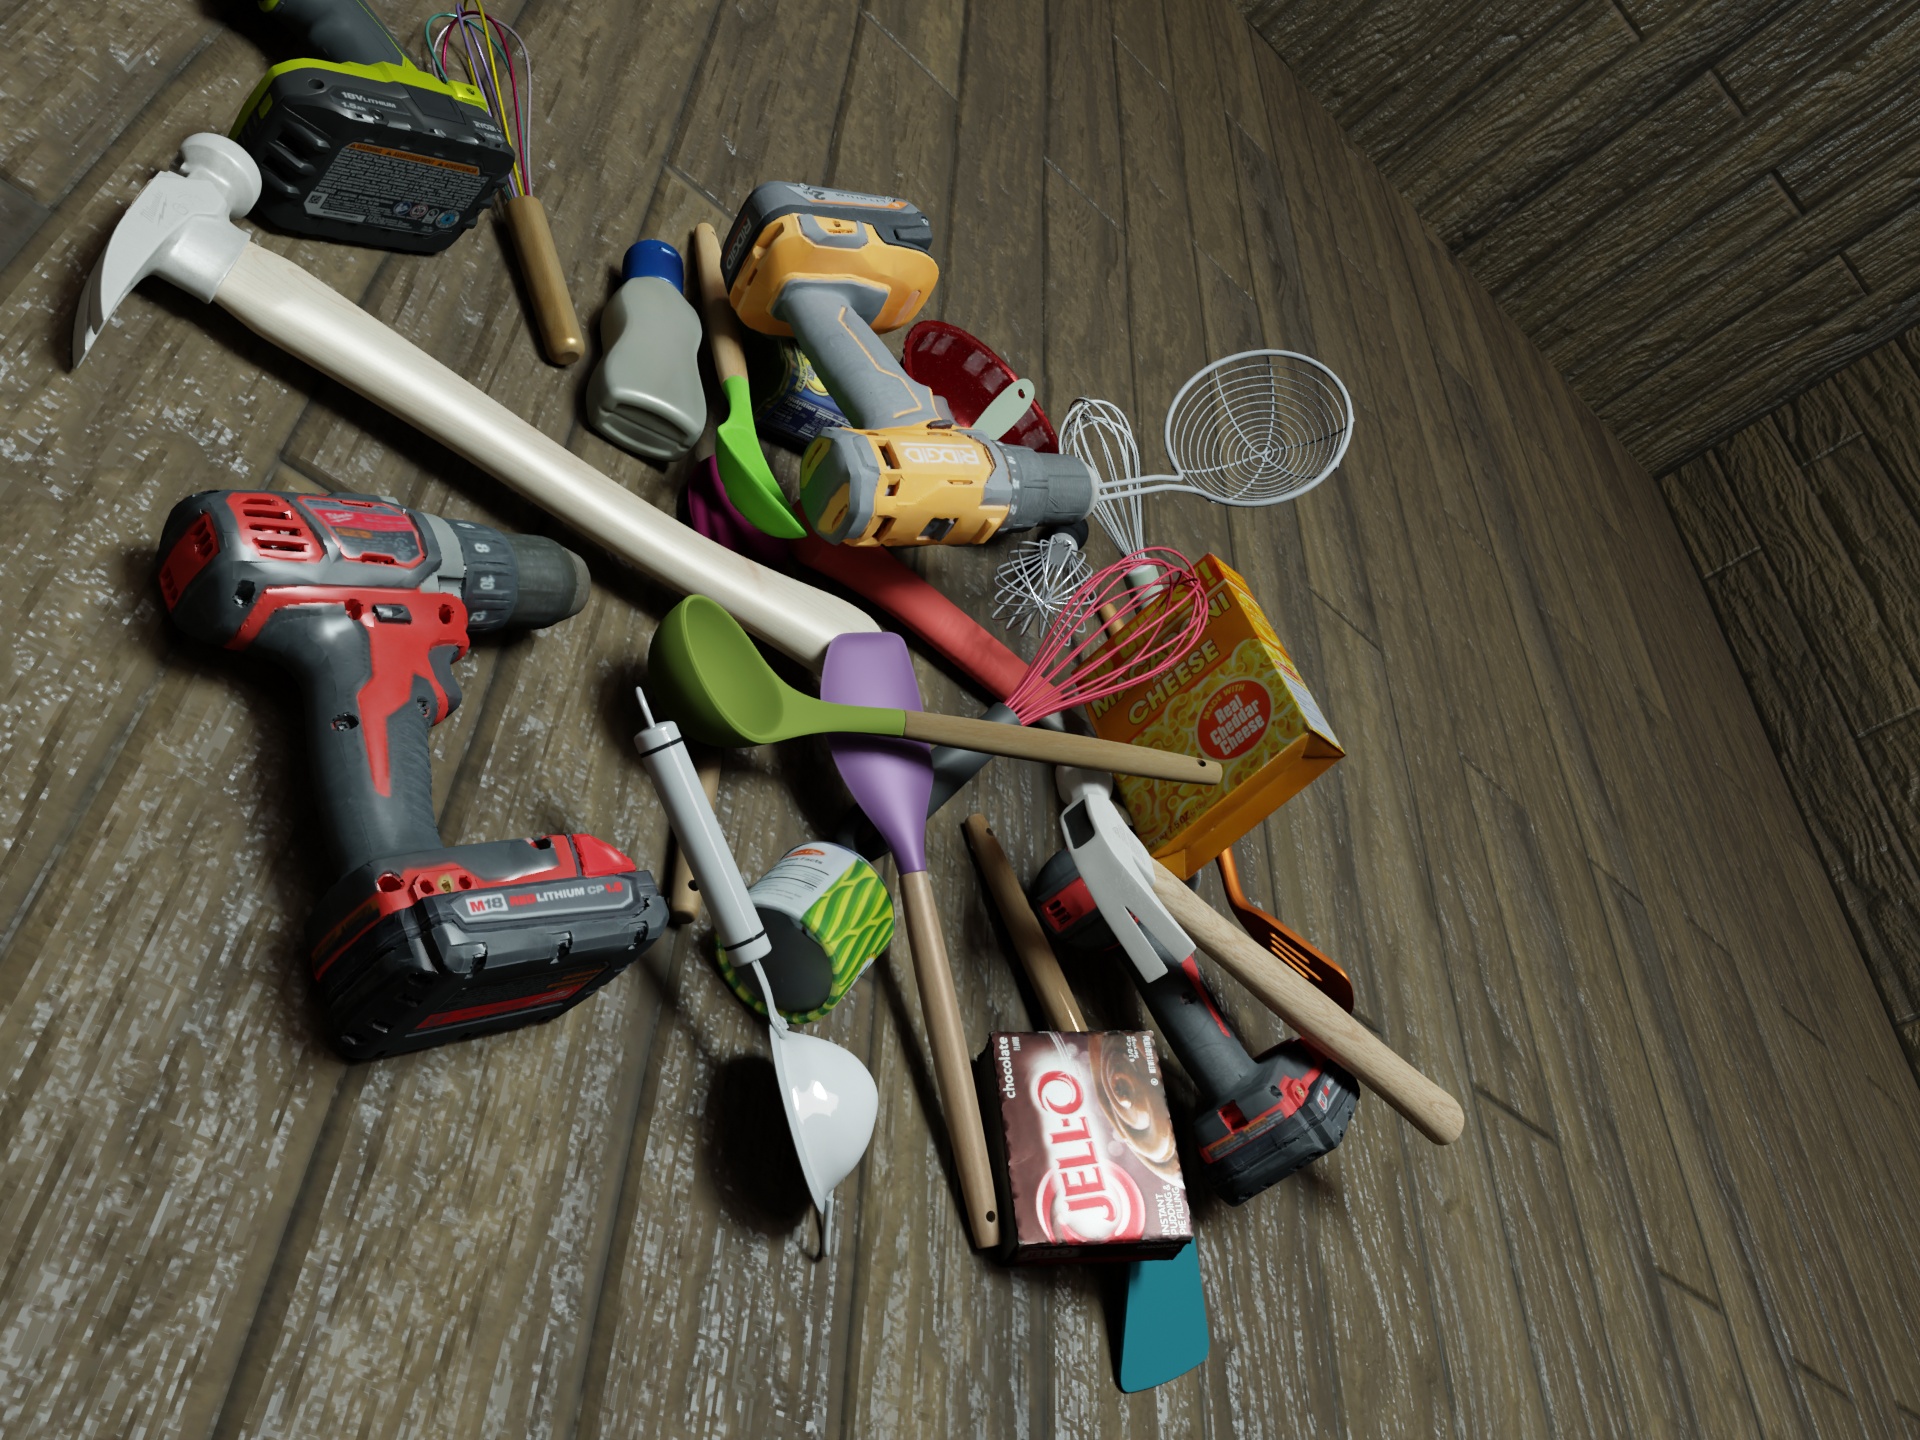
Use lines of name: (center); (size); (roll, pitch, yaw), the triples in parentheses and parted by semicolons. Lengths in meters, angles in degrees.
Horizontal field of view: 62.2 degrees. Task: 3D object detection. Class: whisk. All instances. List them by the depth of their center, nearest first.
whisk: (0.040, -0.010, 0.892); (0.296, 0.073, 0.073); (-38, 93, -28)
whisk: (-0.252, -0.308, 0.892); (0.051, 0.047, 0.245); (3, 62, -53)
whisk: (0.065, -0.109, 1.071); (0.070, 0.070, 0.285); (50, 17, -8)
whisk: (0.126, -0.118, 1.144); (0.058, 0.059, 0.246); (-32, 116, -21)

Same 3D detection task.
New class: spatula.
spatula: (-0.021, 0.103, 0.800); (0.059, 0.018, 0.316); (-4, 73, -30)
spatula: (0.060, 0.193, 0.866); (0.082, 0.044, 0.318); (6, 52, -49)
spatula: (0.163, 0.048, 1.031); (0.081, 0.041, 0.323); (68, 0, -61)

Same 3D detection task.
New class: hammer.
hammer: (-0.202, -0.113, 0.766); (0.410, 0.038, 0.146); (32, 39, -27)
hammer: (0.176, 0.149, 0.889); (0.331, 0.031, 0.130); (39, 22, -24)
hammer: (0.033, -0.032, 1.018); (0.358, 0.036, 0.149); (38, 36, -26)

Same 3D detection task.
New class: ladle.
ladle: (-0.001, -0.003, 0.807); (0.320, 0.062, 0.078); (9, 43, -21)

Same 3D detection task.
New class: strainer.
strainer: (-0.086, 0.104, 0.681); (0.087, 0.050, 0.258); (-139, -154, -85)

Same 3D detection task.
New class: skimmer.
skimmer: (0.107, -0.172, 1.016); (0.363, 0.090, 0.127); (-17, 54, -39)

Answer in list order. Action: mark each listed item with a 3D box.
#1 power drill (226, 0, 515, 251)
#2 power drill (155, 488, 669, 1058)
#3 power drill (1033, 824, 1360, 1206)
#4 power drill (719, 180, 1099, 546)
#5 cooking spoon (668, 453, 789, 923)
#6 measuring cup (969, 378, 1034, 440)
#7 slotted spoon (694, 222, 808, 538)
power drill: (-0.335, -0.351, 0.795); (0.171, 0.080, 0.223); (-12, 68, -56)
power drill: (-0.202, 0.007, 0.646); (0.187, 0.080, 0.227); (-2, 60, -53)
power drill: (0.136, 0.159, 0.938); (0.220, 0.078, 0.143); (55, 20, 8)
power drill: (-0.027, -0.197, 0.917); (0.185, 0.084, 0.226); (-5, 61, -36)
cooking spoon: (-0.127, -0.029, 0.825); (0.068, 0.017, 0.319); (30, 40, -29)
measuring cup: (-0.004, -0.172, 1.011); (0.083, 0.038, 0.168); (56, 46, -18)
slotted spoon: (-0.134, -0.208, 0.931); (0.070, 0.031, 0.314); (47, 19, -44)
